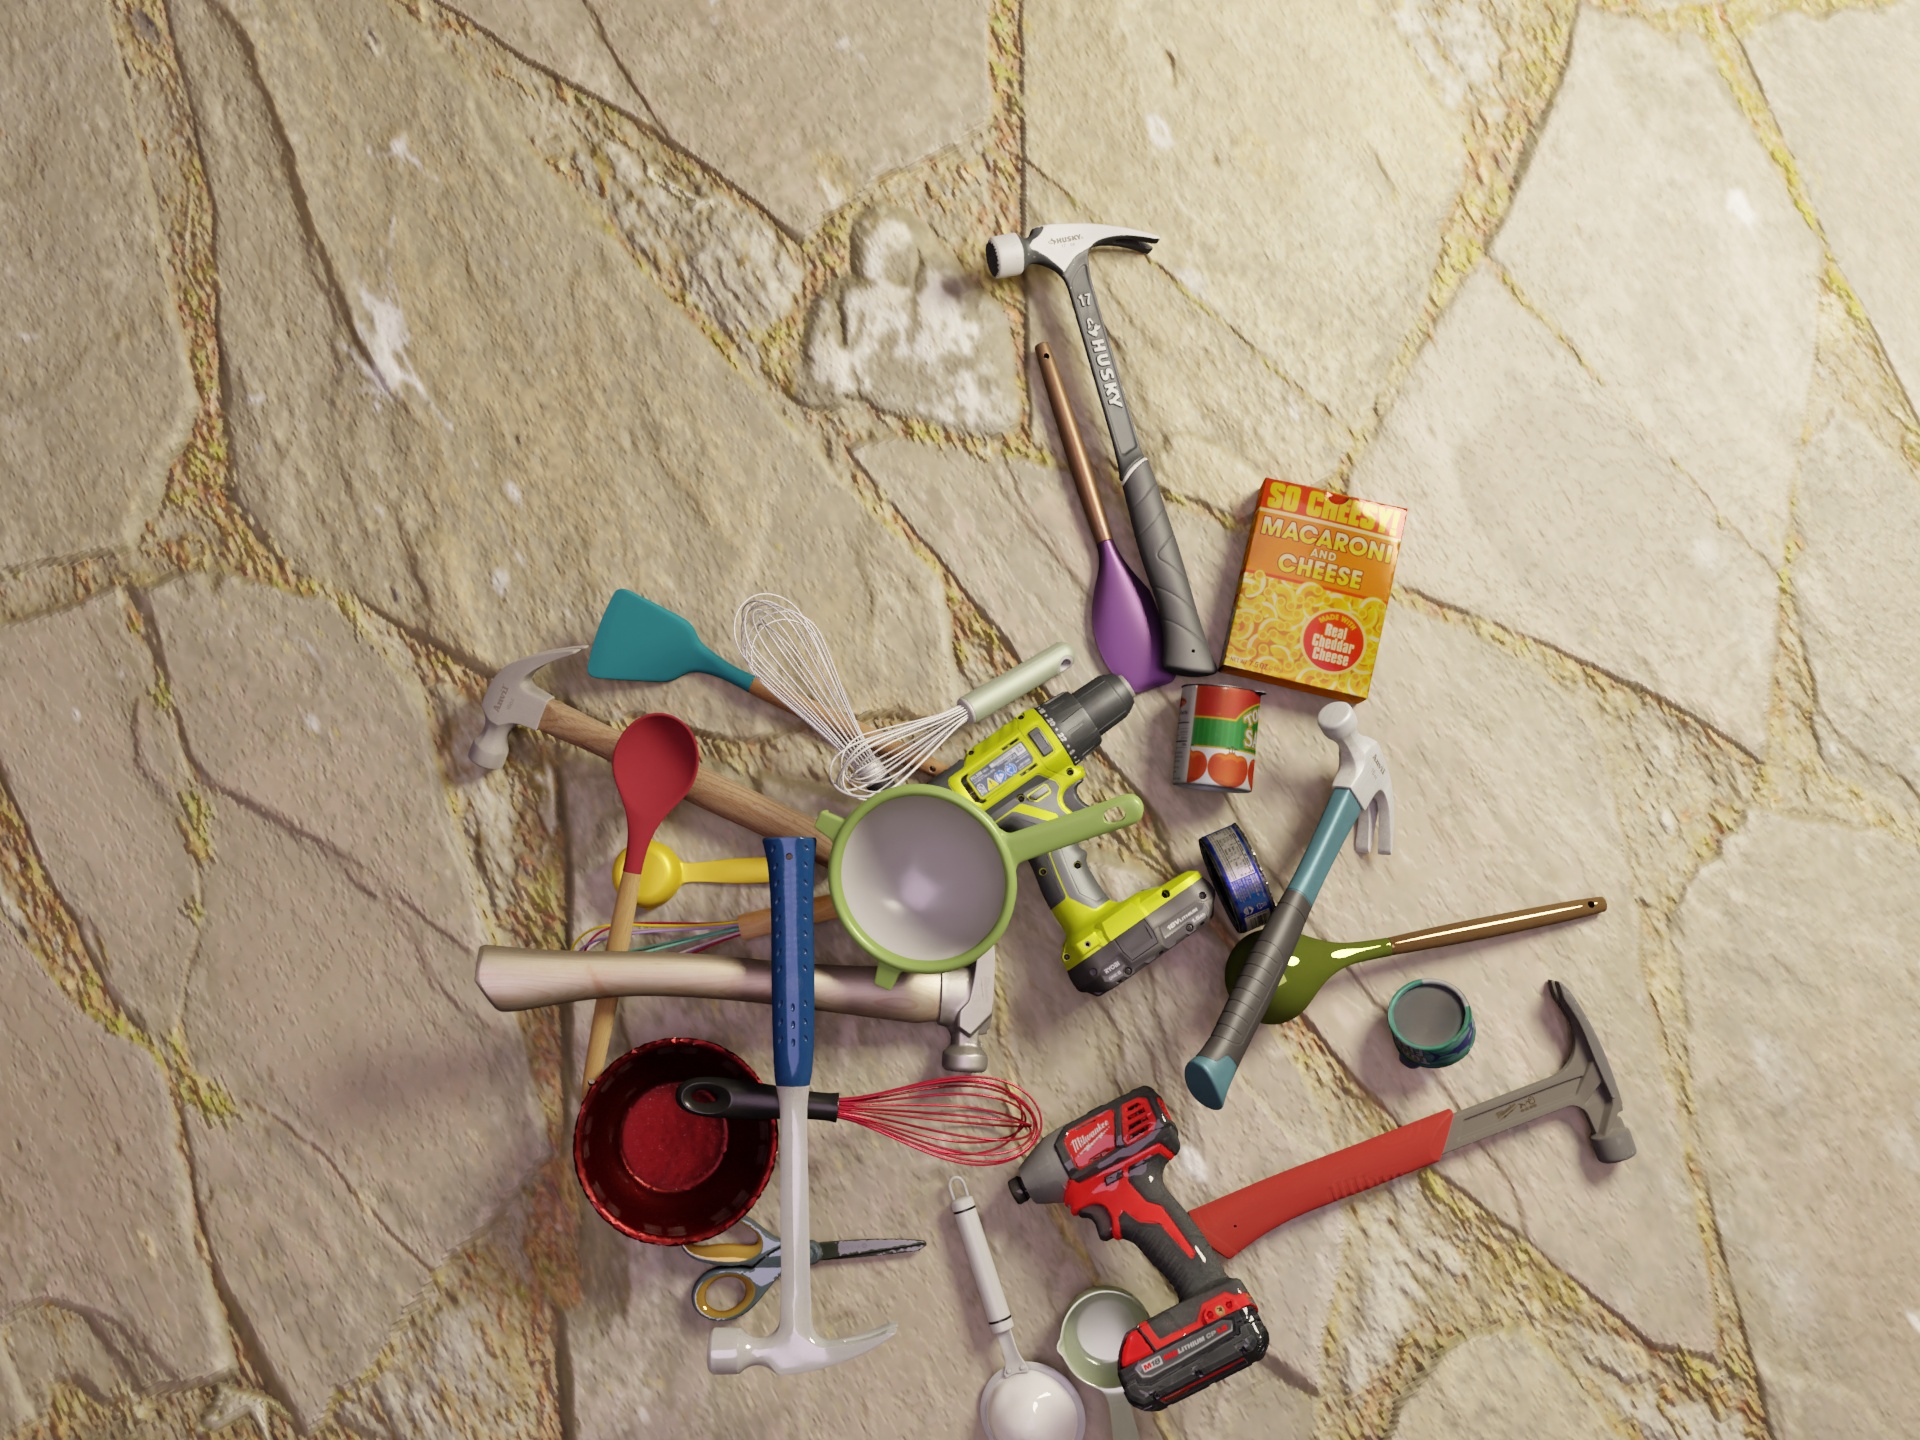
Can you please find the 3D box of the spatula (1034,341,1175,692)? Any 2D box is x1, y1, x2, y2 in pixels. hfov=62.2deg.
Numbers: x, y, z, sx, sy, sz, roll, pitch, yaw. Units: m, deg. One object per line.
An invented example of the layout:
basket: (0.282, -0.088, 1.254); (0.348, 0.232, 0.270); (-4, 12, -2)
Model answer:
spatula: (0.114, -0.176, 1.364); (0.060, 0.018, 0.316); (-16, 84, -3)

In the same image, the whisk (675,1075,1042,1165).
whisk: (-0.079, 0.312, 1.272); (0.295, 0.073, 0.073); (7, 84, -6)

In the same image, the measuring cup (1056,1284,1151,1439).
measuring cup: (0.125, 0.536, 1.270); (0.083, 0.038, 0.167); (-10, 85, 1)

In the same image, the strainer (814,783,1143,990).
strainer: (0.024, 0.101, 1.244); (0.256, 0.069, 0.151); (-20, 94, 14)

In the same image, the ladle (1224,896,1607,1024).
ladle: (0.373, 0.184, 1.304); (0.320, 0.062, 0.078); (-10, 64, -6)

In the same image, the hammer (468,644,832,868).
hammer: (-0.244, 0.040, 1.334); (0.331, 0.031, 0.130); (25, 106, 1)

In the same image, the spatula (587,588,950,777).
spatula: (-0.156, -0.016, 1.343); (0.317, 0.044, 0.082); (24, 104, 3)

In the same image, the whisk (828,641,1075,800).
whisk: (-0.002, -0.004, 1.300); (0.246, 0.057, 0.059); (-30, 54, -25)

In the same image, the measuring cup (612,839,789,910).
measuring cup: (-0.216, 0.127, 1.335); (0.156, 0.029, 0.062); (-3, 83, 4)

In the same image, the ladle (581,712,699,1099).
ladle: (-0.270, 0.149, 1.287); (0.069, 0.031, 0.315); (11, 85, -7)

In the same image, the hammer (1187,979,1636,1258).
hammer: (0.352, 0.339, 1.284); (0.359, 0.036, 0.149); (-20, 83, -1)

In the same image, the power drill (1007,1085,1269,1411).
power drill: (0.134, 0.409, 1.237); (0.143, 0.078, 0.220); (-27, 59, 2)

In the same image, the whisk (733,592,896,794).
whisk: (-0.091, 0.016, 1.309); (0.070, 0.070, 0.284); (-36, 100, -2)

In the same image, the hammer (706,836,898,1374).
hammer: (-0.123, 0.293, 1.231); (0.144, 0.035, 0.405); (-1, 83, 0)

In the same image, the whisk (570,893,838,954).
whisk: (-0.206, 0.174, 1.324); (0.245, 0.051, 0.047); (-13, 77, -2)

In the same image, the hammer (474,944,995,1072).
hammer: (-0.174, 0.199, 1.275); (0.410, 0.038, 0.146); (5, 82, -11)

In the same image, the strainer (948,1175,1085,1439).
strainer: (0.034, 0.494, 1.279); (0.087, 0.050, 0.258); (-22, 79, 14)

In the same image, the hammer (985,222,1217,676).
hammer: (0.146, -0.232, 1.351); (0.149, 0.036, 0.409); (-15, 85, -13)

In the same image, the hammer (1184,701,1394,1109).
hammer: (0.256, 0.150, 1.237); (0.128, 0.033, 0.331); (51, 59, -33)

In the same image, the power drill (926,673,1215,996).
power drill: (0.107, 0.090, 1.305); (0.190, 0.080, 0.228); (-34, 81, -3)
